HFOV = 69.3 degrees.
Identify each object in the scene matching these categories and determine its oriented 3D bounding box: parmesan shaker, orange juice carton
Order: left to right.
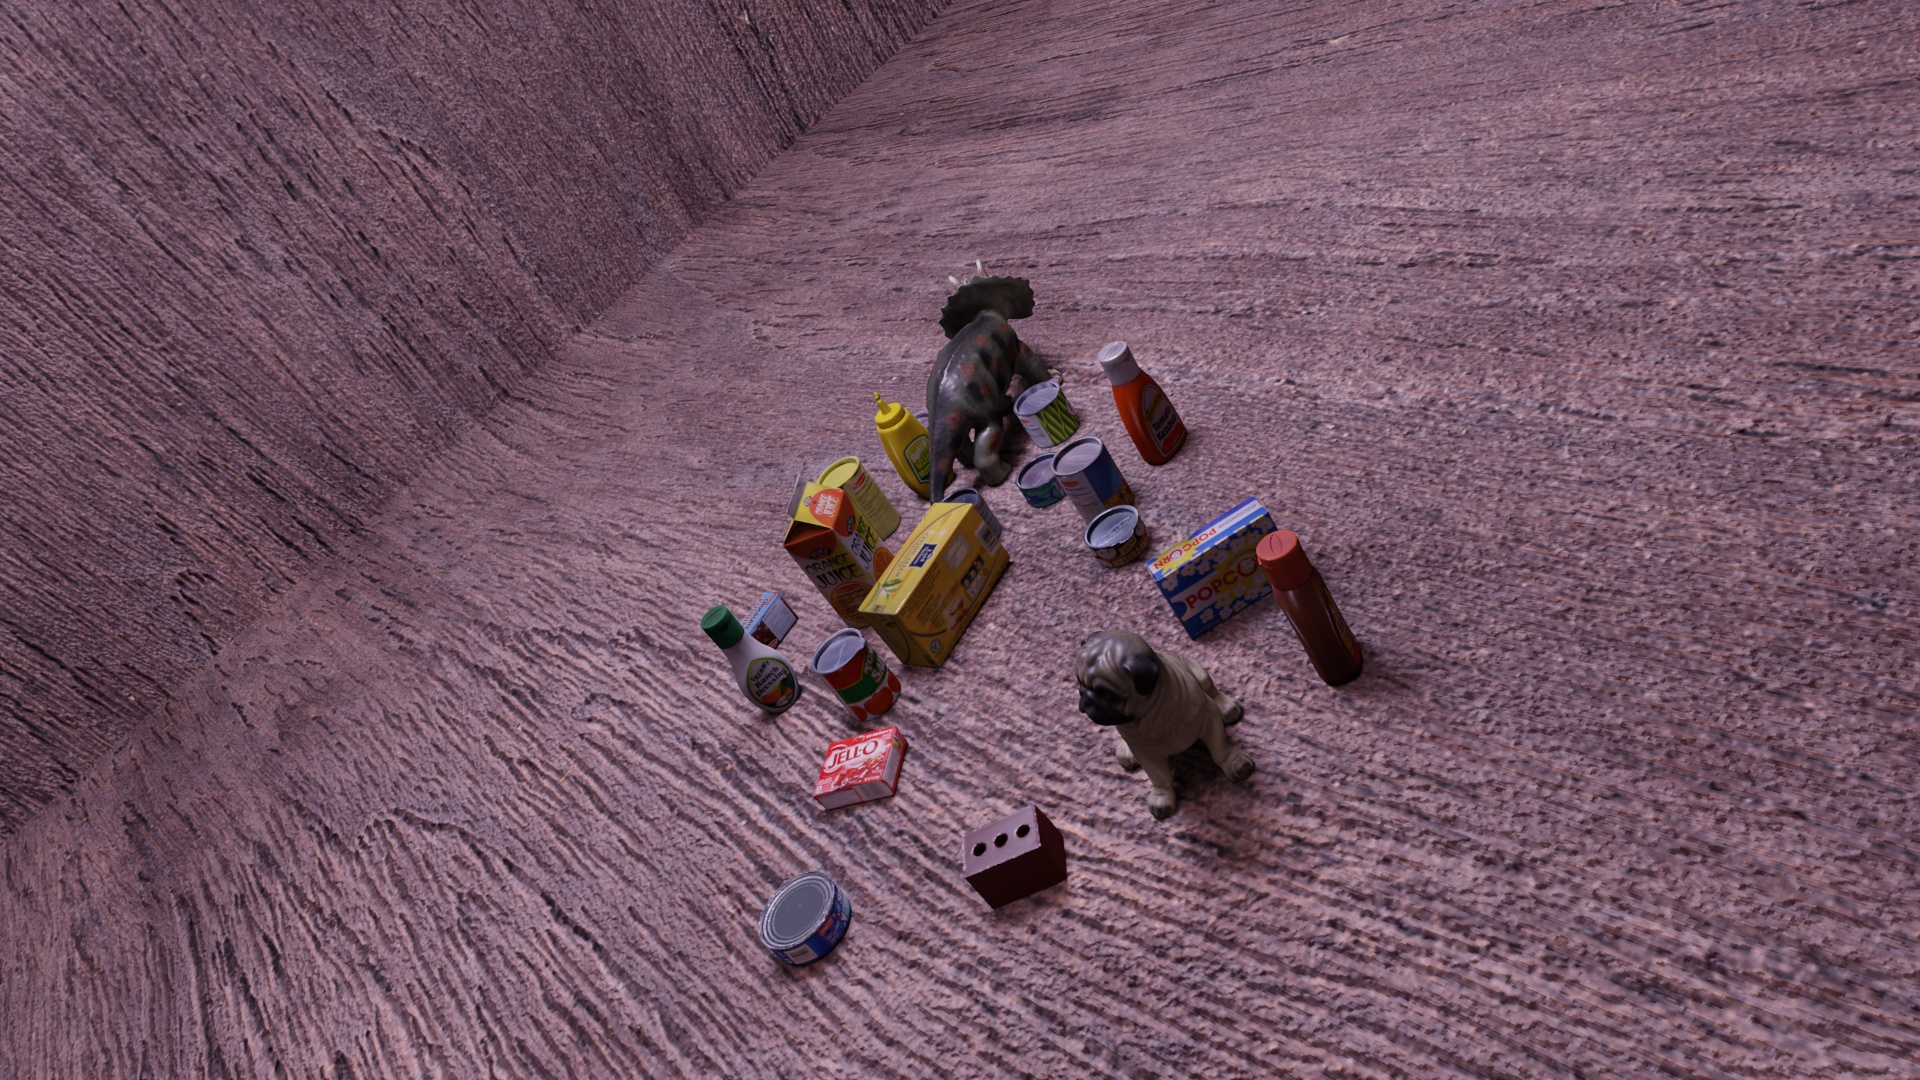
[{"bbox_3d":[-0.145,0.011,1.644,0.073,0.192,0.072,-19,34,25],"label":"orange juice carton"},{"bbox_3d":[-0.134,-0.048,1.803,0.071,0.102,0.072,-25,32,17],"label":"parmesan shaker"}]

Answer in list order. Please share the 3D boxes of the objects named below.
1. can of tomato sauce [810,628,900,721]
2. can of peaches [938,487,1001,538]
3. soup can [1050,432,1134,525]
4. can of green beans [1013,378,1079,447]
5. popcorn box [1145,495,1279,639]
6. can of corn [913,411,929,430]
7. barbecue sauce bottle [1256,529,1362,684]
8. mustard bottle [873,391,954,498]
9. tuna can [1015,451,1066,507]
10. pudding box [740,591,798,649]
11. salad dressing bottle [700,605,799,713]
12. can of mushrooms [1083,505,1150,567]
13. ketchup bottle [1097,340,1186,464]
[{"bbox_3d":[-0.113,0.148,1.532,0.071,0.083,0.071,-25,32,17],"label":"can of tomato sauce"},{"bbox_3d":[0.006,-0.021,1.674,0.071,0.058,0.071,-25,32,17],"label":"can of peaches"},{"bbox_3d":[0.152,-0.069,1.574,0.071,0.083,0.072,-25,32,17],"label":"soup can"},{"bbox_3d":[0.110,-0.160,1.766,0.071,0.057,0.071,-25,32,17],"label":"can of green beans"},{"bbox_3d":[0.254,0.026,1.342,0.126,0.085,0.038,-32,31,5],"label":"popcorn box"},{"bbox_3d":[-0.051,-0.131,1.881,0.071,0.058,0.071,-25,32,17],"label":"can of corn"},{"bbox_3d":[0.300,0.055,1.196,0.043,0.148,0.065,-24,32,18],"label":"barbecue sauce bottle"},{"bbox_3d":[-0.070,-0.128,1.795,0.065,0.159,0.049,-44,32,-14],"label":"mustard bottle"},{"bbox_3d":[0.104,-0.073,1.676,0.071,0.032,0.071,-25,32,17],"label":"tuna can"},{"bbox_3d":[-0.247,0.110,1.747,0.030,0.049,0.084,0,45,44],"label":"pudding box"},{"bbox_3d":[-0.245,0.137,1.611,0.064,0.147,0.044,-43,31,-12],"label":"salad dressing bottle"},{"bbox_3d":[0.172,-0.003,1.513,0.071,0.033,0.071,-25,32,17],"label":"can of mushrooms"},{"bbox_3d":[0.204,-0.160,1.585,0.043,0.148,0.065,6,50,48],"label":"ketchup bottle"}]
